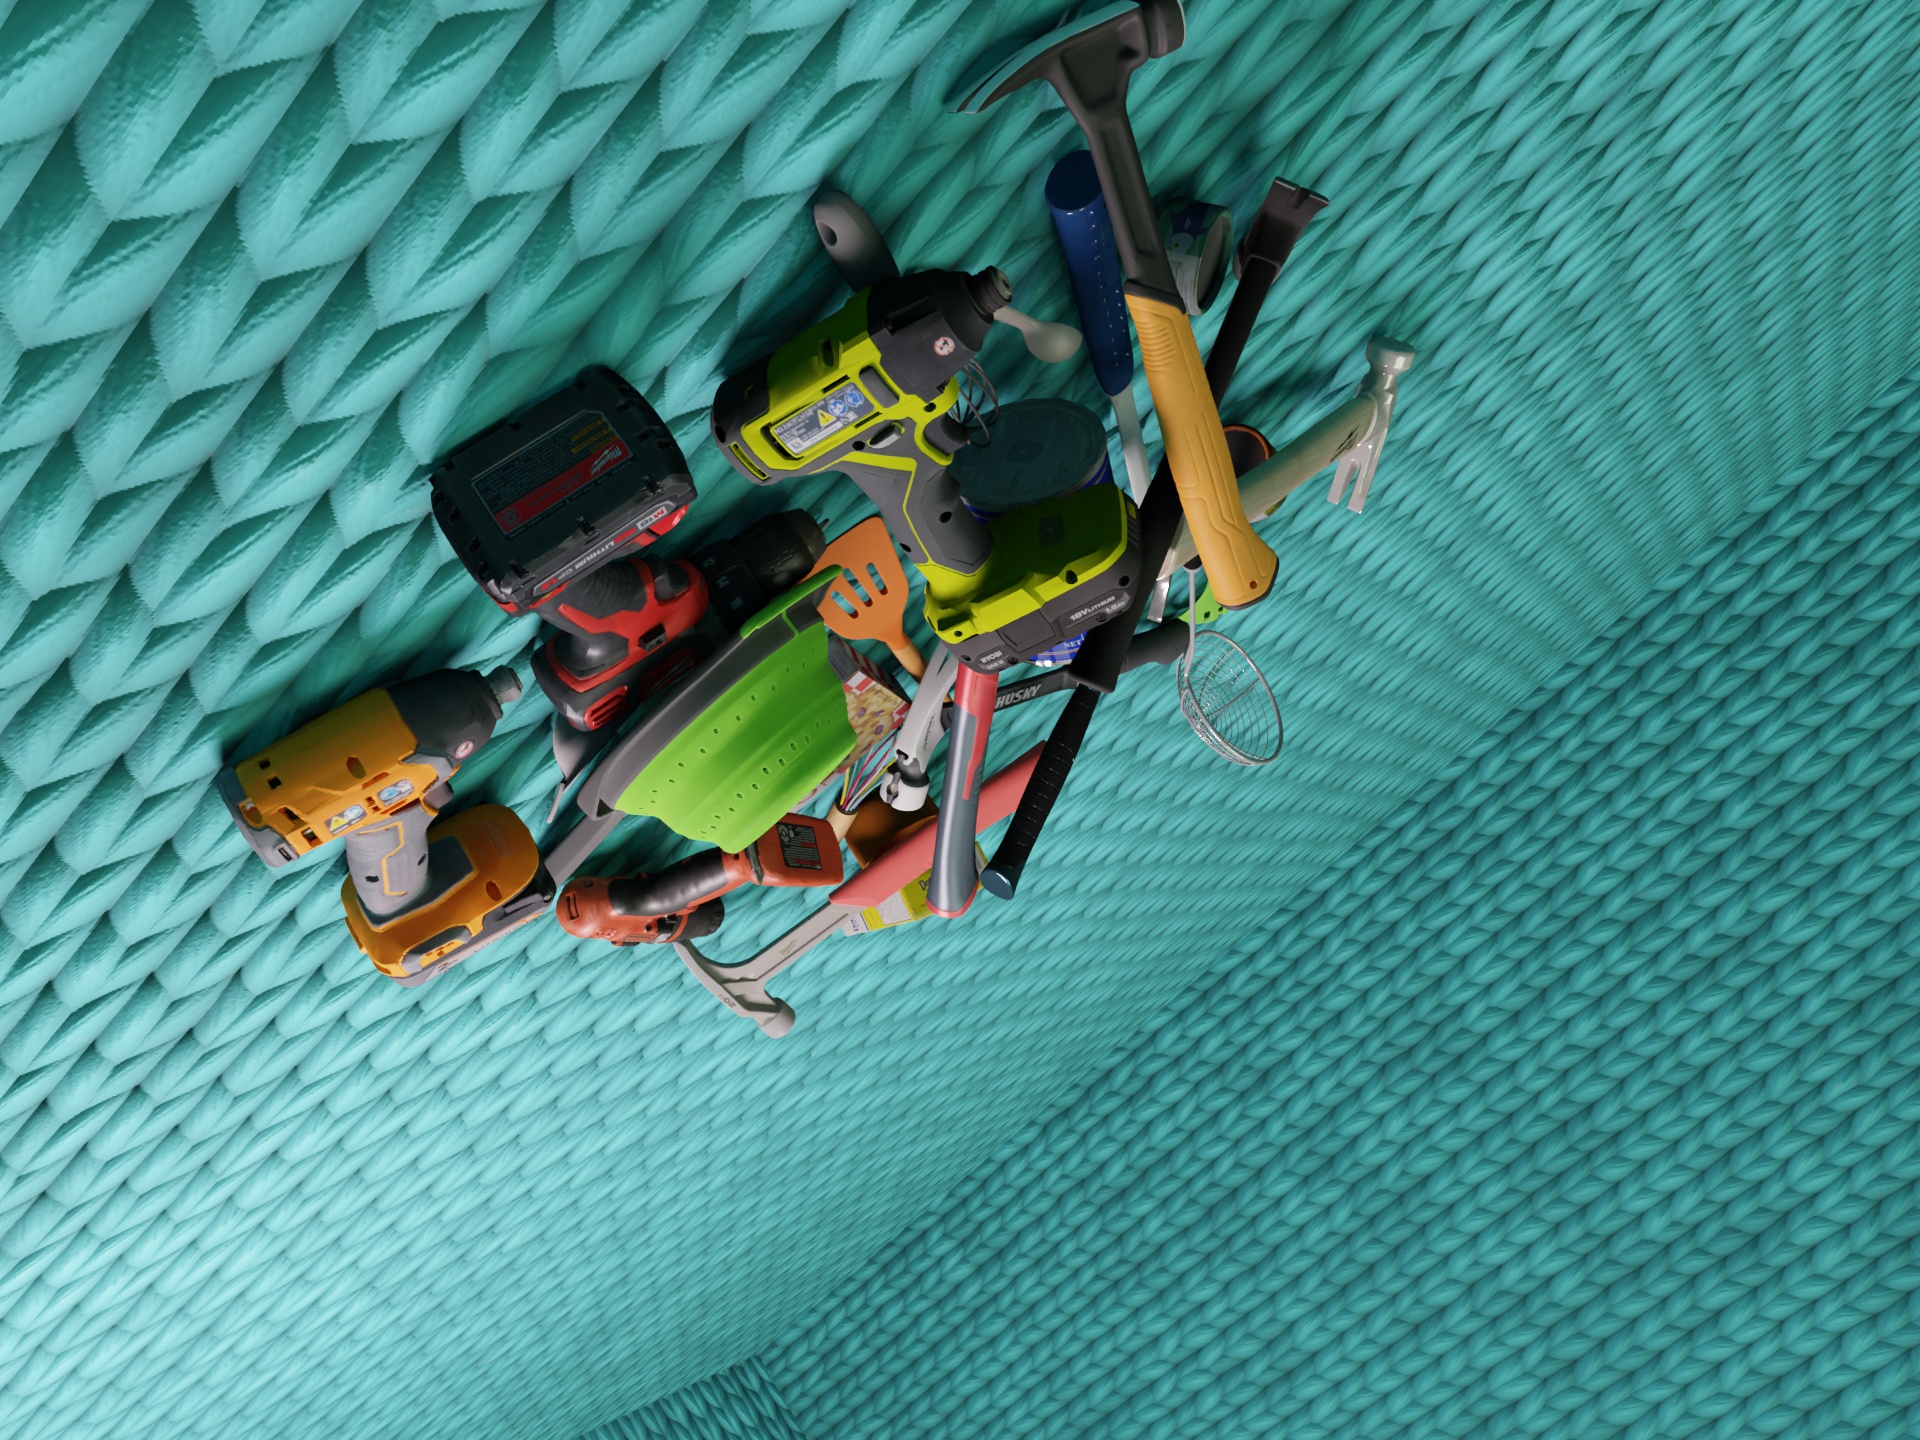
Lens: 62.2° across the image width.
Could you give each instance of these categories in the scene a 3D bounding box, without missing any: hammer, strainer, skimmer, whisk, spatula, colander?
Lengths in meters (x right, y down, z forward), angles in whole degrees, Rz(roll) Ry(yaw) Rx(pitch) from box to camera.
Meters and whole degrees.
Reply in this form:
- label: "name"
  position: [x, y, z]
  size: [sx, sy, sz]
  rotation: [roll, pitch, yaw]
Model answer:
- label: "hammer"
  position: [0.103, -0.212, 1.042]
  size: [0.144, 0.035, 0.405]
  rotation: [-59, 158, -13]
- label: "strainer"
  position: [-0.179, -0.041, 0.997]
  size: [0.258, 0.050, 0.087]
  rotation: [-43, -169, -3]
- label: "hammer"
  position: [0.140, -0.172, 0.964]
  size: [0.146, 0.035, 0.335]
  rotation: [110, 3, -83]
- label: "hammer"
  position: [-0.002, -0.004, 1.170]
  size: [0.143, 0.038, 0.386]
  rotation: [-22, 134, -37]
- label: "skimmer"
  position: [0.214, -0.092, 1.259]
  size: [0.090, 0.127, 0.362]
  rotation: [-5, 146, 7]
- label: "whisk"
  position: [-0.028, -0.213, 0.873]
  size: [0.055, 0.055, 0.238]
  rotation: [-38, 155, 3]
- label: "hammer"
  position: [0.233, -0.172, 1.173]
  size: [0.410, 0.038, 0.146]
  rotation: [-34, 142, -48]
- label: "whisk"
  position: [-0.085, 0.061, 1.338]
  size: [0.047, 0.051, 0.244]
  rotation: [-27, 160, -37]
- label: "hammer"
  position: [0.097, -0.011, 1.284]
  size: [0.331, 0.033, 0.128]
  rotation: [-64, 162, -9]
- label: "spatula"
  position: [-0.046, -0.059, 1.186]
  size: [0.081, 0.041, 0.322]
  rotation: [-39, 162, -1]
- label: "hammer"
  position: [-0.069, 0.127, 1.362]
  size: [0.359, 0.037, 0.149]
  rotation: [-36, 120, 6]
- label: "hammer"
  position: [0.085, -0.040, 1.351]
  size: [0.409, 0.036, 0.149]
  rotation: [-20, 135, -51]
- label: "hammer"
  position: [0.105, -0.202, 0.858]
  size: [0.127, 0.034, 0.336]
  rotation: [-31, 120, -14]
- label: "colander"
  position: [-0.181, 0.060, 1.046]
  size: [0.397, 0.094, 0.204]
  rotation: [-42, 180, 37]

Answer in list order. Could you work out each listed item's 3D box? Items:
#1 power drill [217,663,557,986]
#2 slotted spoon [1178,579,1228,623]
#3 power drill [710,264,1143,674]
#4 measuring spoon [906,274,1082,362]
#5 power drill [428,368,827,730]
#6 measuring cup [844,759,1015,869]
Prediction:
- label: "power drill"
  position: [-0.314, 0.058, 0.938]
  size: [0.164, 0.084, 0.226]
  rotation: [-31, 153, -16]
- label: "slotted spoon"
  position: [0.218, -0.132, 1.359]
  size: [0.070, 0.031, 0.313]
  rotation: [-32, 167, 1]
- label: "power drill"
  position: [-0.001, -0.135, 0.862]
  size: [0.171, 0.080, 0.223]
  rotation: [-25, 132, 25]
- label: "measuring spoon"
  position: [0.018, -0.226, 0.902]
  size: [0.124, 0.018, 0.034]
  rotation: [12, 172, -37]
- label: "power drill"
  position: [-0.168, -0.092, 0.866]
  size: [0.188, 0.080, 0.226]
  rotation: [-34, 161, -8]
- label: "measuring cup"
  position: [-0.028, 0.070, 1.430]
  size: [0.173, 0.052, 0.095]
  rotation: [-36, 158, -9]
